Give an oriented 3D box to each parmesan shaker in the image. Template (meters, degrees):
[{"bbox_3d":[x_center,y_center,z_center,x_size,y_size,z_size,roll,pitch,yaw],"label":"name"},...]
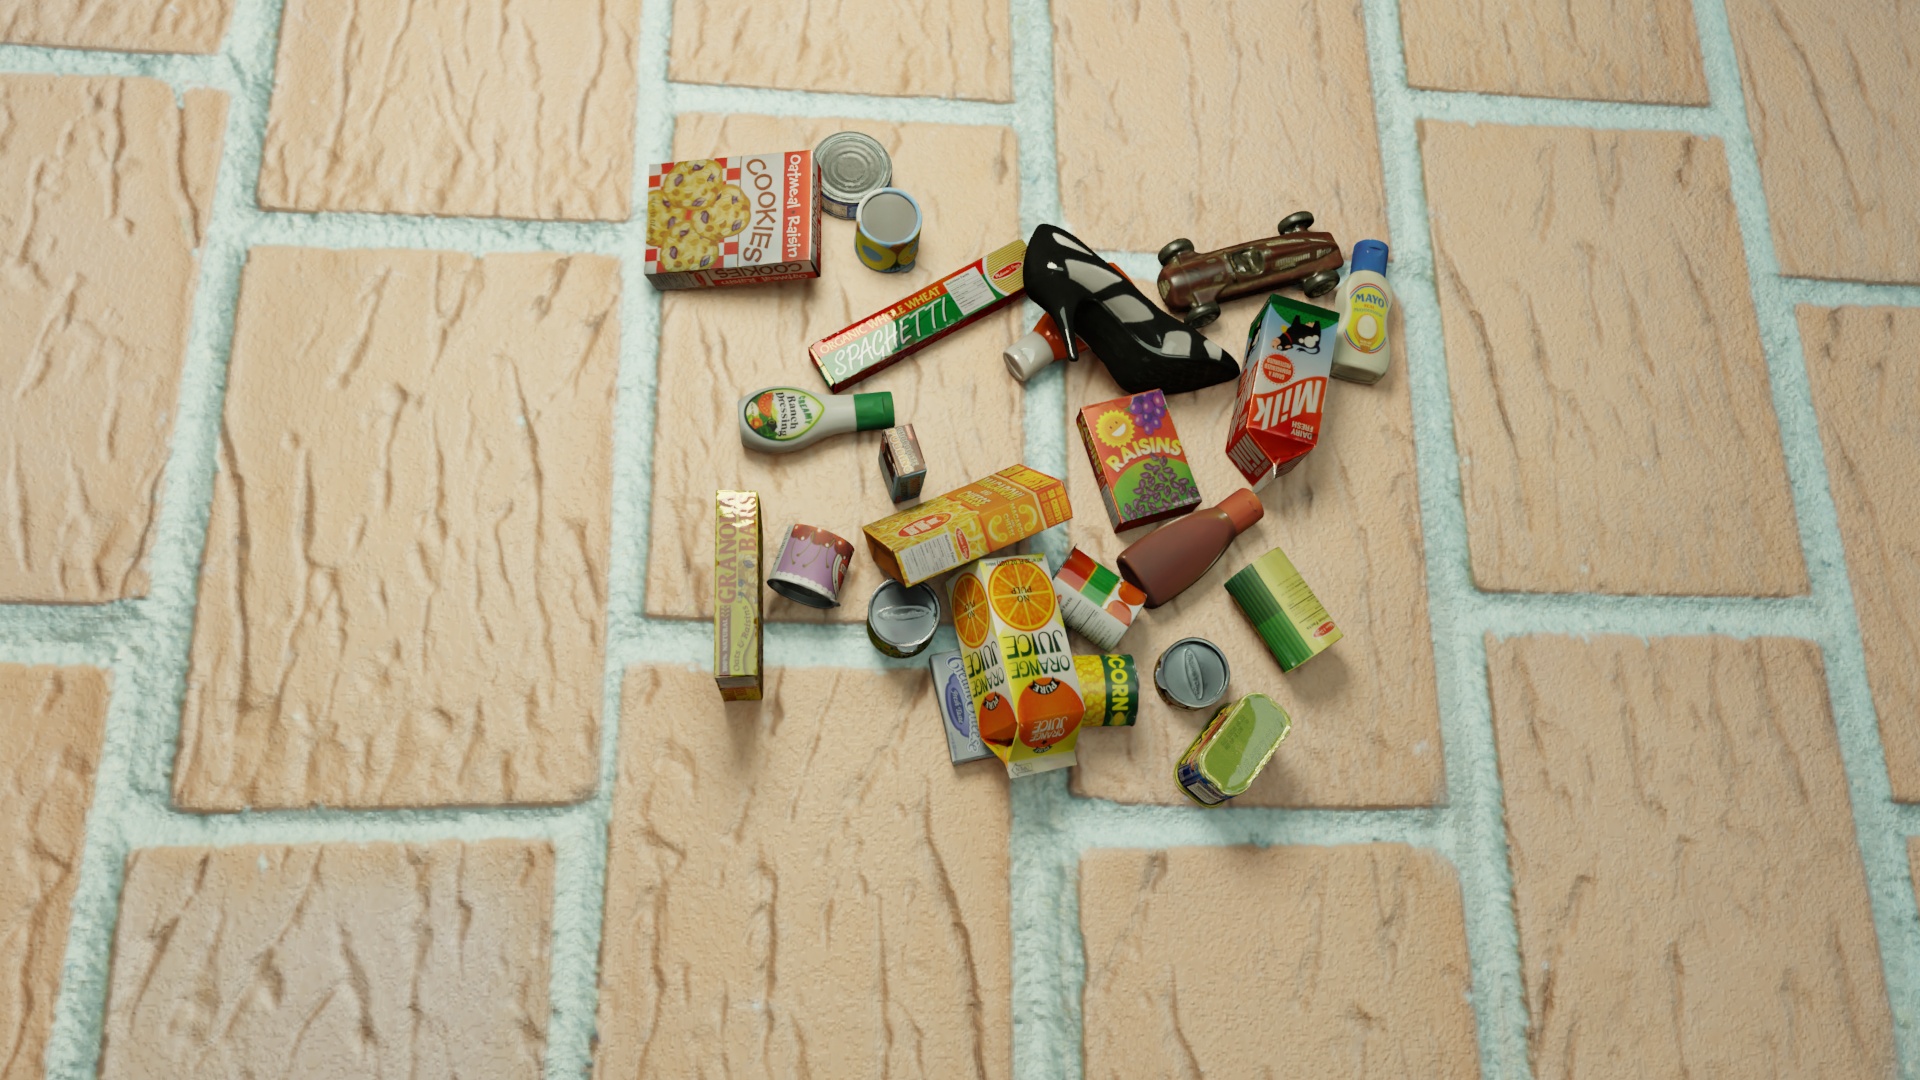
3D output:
[{"bbox_3d":[0.306,0.065,1.314,0.071,0.071,0.103,-31,78,-14],"label":"parmesan shaker"}]

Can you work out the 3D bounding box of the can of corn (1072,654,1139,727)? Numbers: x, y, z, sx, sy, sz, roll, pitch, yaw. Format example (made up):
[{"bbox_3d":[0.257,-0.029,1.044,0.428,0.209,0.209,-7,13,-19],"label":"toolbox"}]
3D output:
[{"bbox_3d":[0.128,0.137,1.269,0.058,0.071,0.071,-1,74,-6],"label":"can of corn"}]

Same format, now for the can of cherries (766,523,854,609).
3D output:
[{"bbox_3d":[-0.135,0.024,1.277,0.071,0.071,0.058,19,71,0],"label":"can of cherries"}]

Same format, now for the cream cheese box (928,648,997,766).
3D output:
[{"bbox_3d":[0.007,0.151,1.276,0.053,0.024,0.104,-10,75,-10],"label":"cream cheese box"}]

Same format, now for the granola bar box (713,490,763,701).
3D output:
[{"bbox_3d":[-0.195,0.051,1.231,0.039,0.124,0.166,-1,74,-6],"label":"granola bar box"}]

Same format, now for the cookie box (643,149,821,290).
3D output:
[{"bbox_3d":[-0.222,-0.314,1.365,0.167,0.040,0.123,-3,73,7],"label":"cookie box"}]

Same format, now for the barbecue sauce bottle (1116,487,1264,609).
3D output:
[{"bbox_3d":[0.224,0.002,1.334,0.149,0.043,0.065,-33,91,-15],"label":"barbecue sauce bottle"}]

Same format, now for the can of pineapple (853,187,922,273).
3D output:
[{"bbox_3d":[-0.071,-0.309,1.387,0.071,0.057,0.071,2,73,-6],"label":"can of pineapple"}]

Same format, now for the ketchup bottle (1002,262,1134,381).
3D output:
[{"bbox_3d":[0.110,-0.214,1.386,0.149,0.043,0.064,-37,89,-14],"label":"ketchup bottle"}]

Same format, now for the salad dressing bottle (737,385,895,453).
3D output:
[{"bbox_3d":[-0.138,-0.119,1.331,0.148,0.044,0.064,-6,76,-8],"label":"salad dressing bottle"}]

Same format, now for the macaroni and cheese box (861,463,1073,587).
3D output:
[{"bbox_3d":[0.005,-0.016,1.275,0.167,0.124,0.040,-22,106,-12],"label":"macaroni and cheese box"}]

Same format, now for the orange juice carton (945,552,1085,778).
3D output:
[{"bbox_3d":[0.052,0.113,1.245,0.072,0.072,0.193,-5,73,-29],"label":"orange juice carton"}]

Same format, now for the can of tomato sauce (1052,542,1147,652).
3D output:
[{"bbox_3d":[0.123,0.054,1.296,0.083,0.071,0.071,34,73,4],"label":"can of tomato sauce"}]

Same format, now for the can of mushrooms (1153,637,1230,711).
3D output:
[{"bbox_3d":[0.214,0.126,1.301,0.071,0.033,0.071,2,74,-6],"label":"can of mushrooms"}]

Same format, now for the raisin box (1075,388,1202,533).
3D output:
[{"bbox_3d":[0.172,-0.078,1.355,0.086,0.040,0.123,-15,75,-9],"label":"raisin box"}]

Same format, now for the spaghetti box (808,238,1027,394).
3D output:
[{"bbox_3d":[-0.033,-0.224,1.381,0.251,0.028,0.050,-29,79,-14],"label":"spaghetti box"}]

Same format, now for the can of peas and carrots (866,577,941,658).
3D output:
[{"bbox_3d":[-0.053,0.074,1.274,0.071,0.058,0.071,2,74,-6],"label":"can of peas and carrots"}]

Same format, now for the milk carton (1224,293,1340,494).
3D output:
[{"bbox_3d":[0.314,-0.138,1.370,0.073,0.072,0.191,15,73,-2],"label":"milk carton"}]

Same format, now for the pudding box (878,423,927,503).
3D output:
[{"bbox_3d":[-0.055,-0.071,1.304,0.030,0.083,0.050,-16,76,-11],"label":"pudding box"}]

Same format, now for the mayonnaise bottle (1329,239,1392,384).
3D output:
[{"bbox_3d":[0.413,-0.237,1.427,0.065,0.041,0.148,13,73,-2],"label":"mayonnaise bottle"}]
